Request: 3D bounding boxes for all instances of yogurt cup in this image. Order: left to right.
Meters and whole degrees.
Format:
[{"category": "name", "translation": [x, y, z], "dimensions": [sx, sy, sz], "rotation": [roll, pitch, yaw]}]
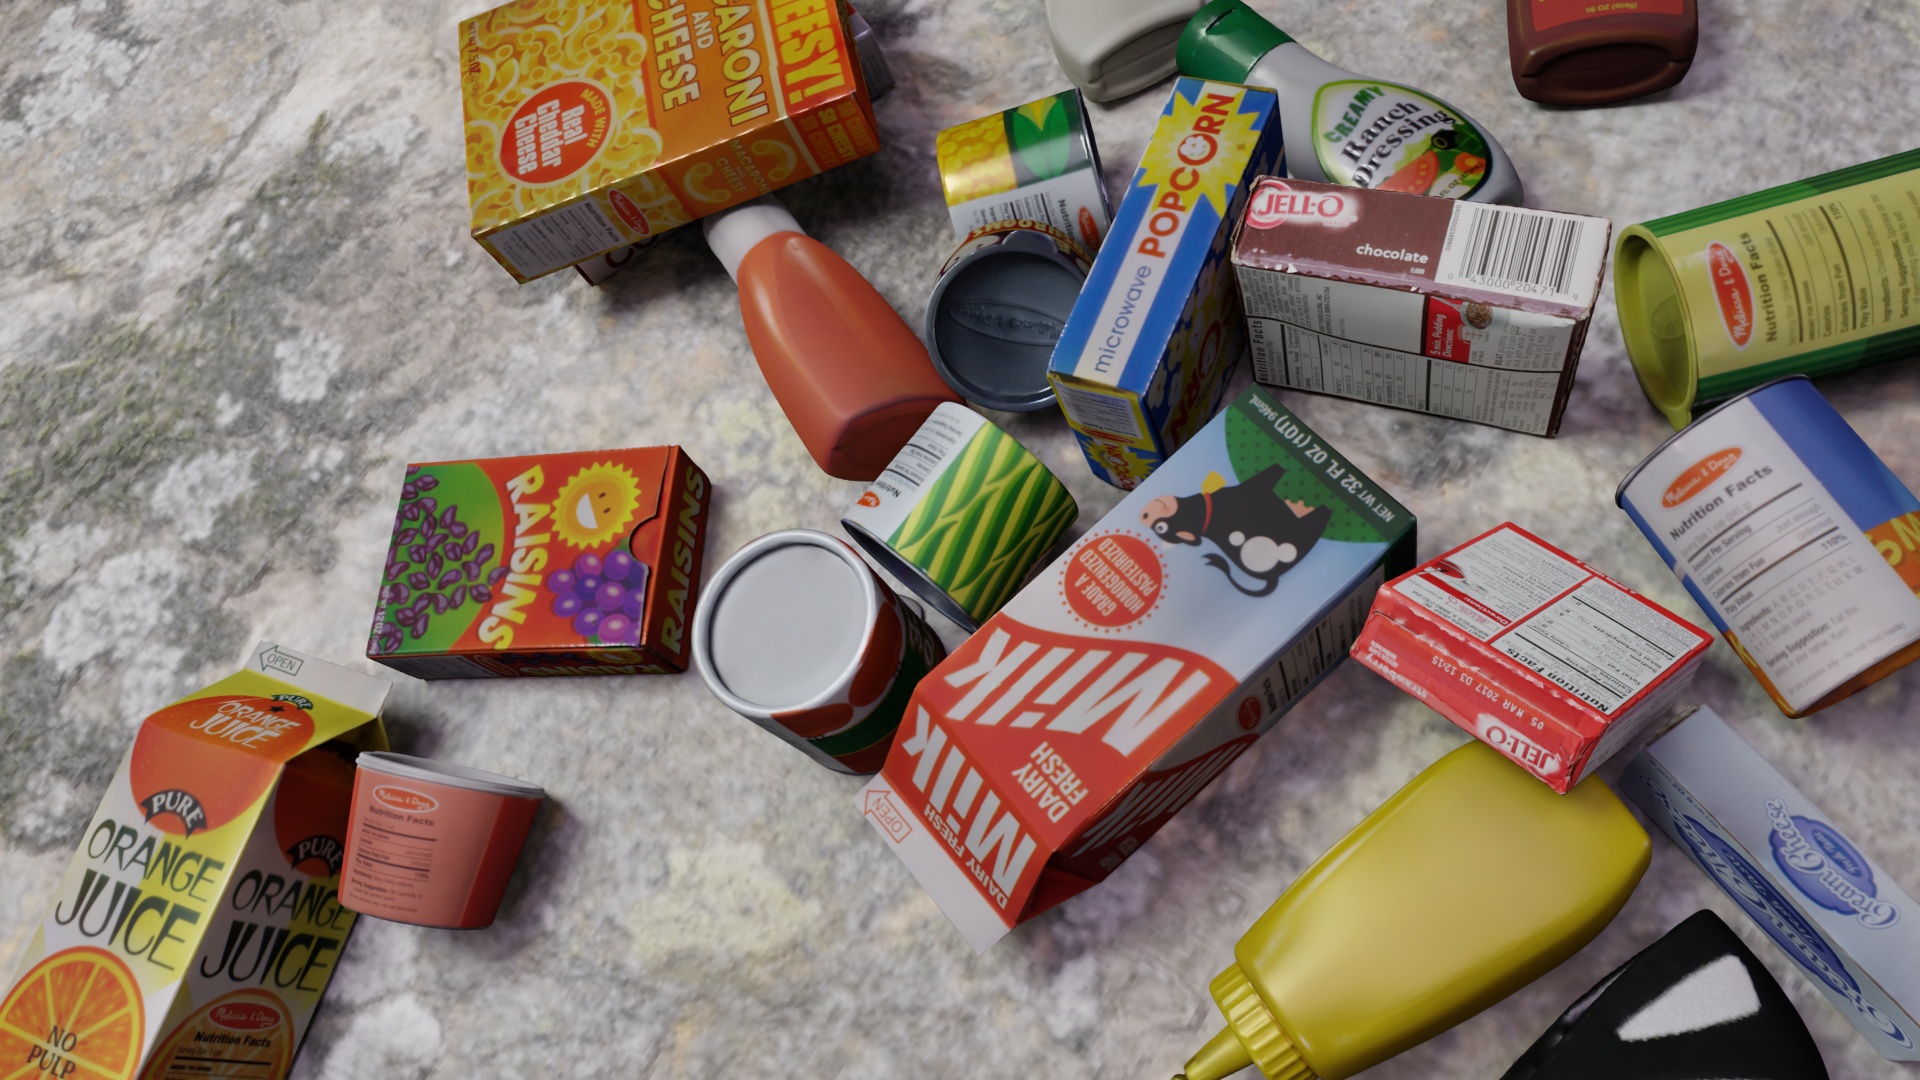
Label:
[{"category": "yogurt cup", "translation": [-0.193, 0.111, 0.511], "dimensions": [0.072, 0.072, 0.054], "rotation": [8, 79, 20]}]

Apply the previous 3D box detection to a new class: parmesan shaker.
[{"category": "parmesan shaker", "translation": [0.278, -0.082, 0.451], "dimensions": [0.103, 0.071, 0.071], "rotation": [-14, 65, 10]}]

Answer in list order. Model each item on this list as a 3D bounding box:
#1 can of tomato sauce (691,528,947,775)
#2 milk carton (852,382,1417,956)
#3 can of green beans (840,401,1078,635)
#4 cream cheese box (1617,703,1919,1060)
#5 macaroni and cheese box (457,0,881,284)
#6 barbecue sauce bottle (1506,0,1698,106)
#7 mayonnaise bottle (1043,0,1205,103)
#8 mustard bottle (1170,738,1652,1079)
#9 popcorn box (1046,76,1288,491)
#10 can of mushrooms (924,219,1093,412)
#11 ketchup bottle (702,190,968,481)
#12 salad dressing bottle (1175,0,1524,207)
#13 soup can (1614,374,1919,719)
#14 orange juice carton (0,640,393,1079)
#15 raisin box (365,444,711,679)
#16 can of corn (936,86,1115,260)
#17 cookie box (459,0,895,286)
[{"category": "can of tomato sauce", "translation": [-0.045, 0.039, 0.485], "dimensions": [0.071, 0.083, 0.071], "rotation": [-6, 67, 15]}, {"category": "milk carton", "translation": [0.055, 0.046, 0.457], "dimensions": [0.191, 0.073, 0.072], "rotation": [-42, 63, -3]}, {"category": "can of green beans", "translation": [0.000, -0.008, 0.501], "dimensions": [0.071, 0.071, 0.058], "rotation": [35, 81, 26]}, {"category": "cream cheese box", "translation": [0.237, 0.097, 0.393], "dimensions": [0.024, 0.053, 0.104], "rotation": [-38, 63, 1]}, {"category": "macaroni and cheese box", "translation": [-0.125, -0.192, 0.585], "dimensions": [0.166, 0.040, 0.124], "rotation": [-17, 64, 9]}, {"category": "barbecue sauce bottle", "translation": [0.246, -0.241, 0.539], "dimensions": [0.065, 0.043, 0.149], "rotation": [0, 67, 18]}, {"category": "mayonnaise bottle", "translation": [0.052, -0.260, 0.608], "dimensions": [0.065, 0.041, 0.148], "rotation": [-25, 62, 4]}, {"category": "mustard bottle", "translation": [0.125, 0.121, 0.418], "dimensions": [0.160, 0.048, 0.065], "rotation": [-35, 58, 1]}, {"category": "popcorn box", "translation": [0.079, -0.089, 0.501], "dimensions": [0.038, 0.085, 0.127], "rotation": [18, 75, 24]}, {"category": "can of mushrooms", "translation": [0.021, -0.086, 0.518], "dimensions": [0.071, 0.070, 0.033], "rotation": [-12, 28, 12]}, {"category": "ketchup bottle", "translation": [-0.058, -0.088, 0.558], "dimensions": [0.065, 0.043, 0.149], "rotation": [-9, 50, -35]}, {"category": "salad dressing bottle", "translation": [0.144, -0.157, 0.534], "dimensions": [0.064, 0.044, 0.148], "rotation": [-40, 63, -4]}, {"category": "soup can", "translation": [0.256, 0.002, 0.423], "dimensions": [0.071, 0.071, 0.084], "rotation": [-29, 64, 4]}, {"category": "orange juice carton", "translation": [-0.279, 0.134, 0.520], "dimensions": [0.072, 0.073, 0.193], "rotation": [11, 71, 21]}, {"category": "raisin box", "translation": [-0.168, 0.009, 0.559], "dimensions": [0.123, 0.040, 0.086], "rotation": [-3, 66, 15]}, {"category": "can of corn", "translation": [0.027, -0.139, 0.550], "dimensions": [0.058, 0.071, 0.071], "rotation": [-14, 65, 11]}, {"category": "cookie box", "translation": [-0.133, -0.210, 0.642], "dimensions": [0.167, 0.040, 0.123], "rotation": [-34, 63, -1]}]
